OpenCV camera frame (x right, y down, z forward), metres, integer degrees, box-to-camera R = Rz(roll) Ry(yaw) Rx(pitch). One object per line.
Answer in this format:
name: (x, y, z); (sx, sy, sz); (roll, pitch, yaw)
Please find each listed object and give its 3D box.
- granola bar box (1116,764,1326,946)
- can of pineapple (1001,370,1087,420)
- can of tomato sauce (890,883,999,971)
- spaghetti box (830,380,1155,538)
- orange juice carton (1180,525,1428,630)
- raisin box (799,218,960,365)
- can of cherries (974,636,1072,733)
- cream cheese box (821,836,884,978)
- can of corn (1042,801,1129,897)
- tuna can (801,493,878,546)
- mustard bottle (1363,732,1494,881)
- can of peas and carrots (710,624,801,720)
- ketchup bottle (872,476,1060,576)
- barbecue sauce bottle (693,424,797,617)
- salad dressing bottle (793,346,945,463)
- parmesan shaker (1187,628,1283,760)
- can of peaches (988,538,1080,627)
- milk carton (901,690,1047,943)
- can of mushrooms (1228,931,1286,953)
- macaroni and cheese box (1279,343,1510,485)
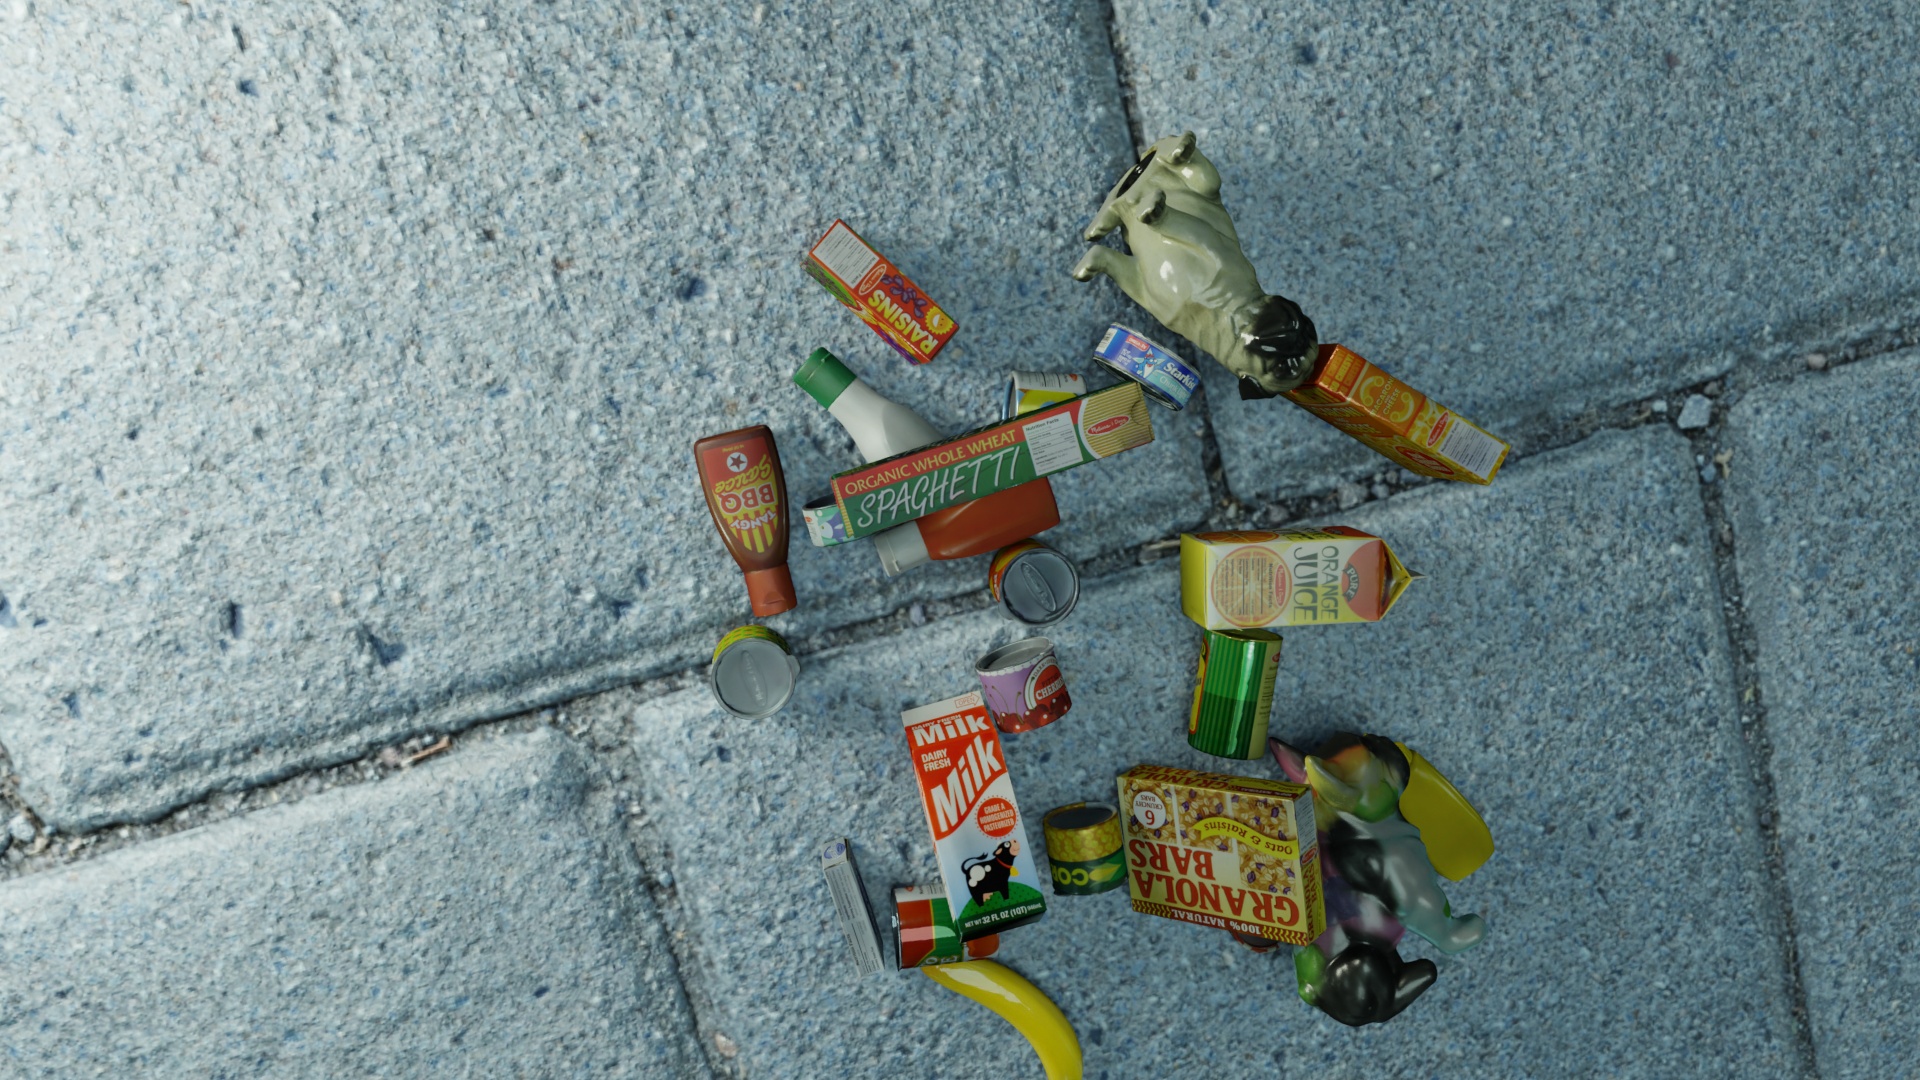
granola bar box: (0.214, 0.256, 1.146); (0.039, 0.165, 0.124); (-17, 102, -48)
can of pineapple: (0.067, -0.101, 1.119); (0.058, 0.071, 0.071); (3, 97, -8)
can of tomato sauce: (-0.014, 0.322, 1.161); (0.083, 0.071, 0.071); (-4, 98, -9)
spaghetti box: (0.024, -0.063, 1.068); (0.250, 0.029, 0.050); (-18, 101, -6)
orange juice carton: (0.287, 0.029, 1.166); (0.193, 0.072, 0.073); (-3, 98, -8)
raisin box: (-0.063, -0.190, 1.078); (0.123, 0.086, 0.040); (41, 86, -11)
can of cherries: (0.054, 0.119, 1.143); (0.071, 0.071, 0.058); (-20, 100, -5)
cream cheese box: (-0.089, 0.305, 1.155); (0.024, 0.053, 0.103); (-18, 100, -4)
can of corn: (0.103, 0.260, 1.170); (0.071, 0.071, 0.058); (-11, 98, -7)
tuna can: (-0.088, -0.021, 1.106); (0.071, 0.071, 0.032); (-17, 101, -6)
mustard bottle: (0.402, 0.225, 1.220); (0.065, 0.049, 0.160); (-39, 101, 2)
can of peas and carrots: (-0.164, 0.104, 1.115); (0.071, 0.059, 0.071); (-1, 98, -9)
ketchup bottle: (0.004, -0.014, 1.129); (0.149, 0.044, 0.064); (-22, 129, -2)
barbecue sauce bottle: (-0.165, -0.014, 1.107); (0.065, 0.044, 0.148); (-14, 100, -7)
salad dressing bottle: (-0.067, -0.093, 1.107); (0.147, 0.043, 0.064); (42, 45, -5)
parmesan shaker: (0.230, 0.127, 1.171); (0.071, 0.071, 0.103); (7, 97, -9)
can of peaches: (0.057, 0.035, 1.139); (0.071, 0.058, 0.071); (-1, 99, -8)
milk carton: (0.008, 0.220, 1.127); (0.072, 0.073, 0.191); (-14, 69, -7)
can of mushrooms: (0.261, 0.325, 1.220); (0.071, 0.033, 0.071); (-1, 98, -8)
macaroni and cheese box: (0.342, -0.103, 1.130); (0.166, 0.124, 0.040); (28, 92, -11)
